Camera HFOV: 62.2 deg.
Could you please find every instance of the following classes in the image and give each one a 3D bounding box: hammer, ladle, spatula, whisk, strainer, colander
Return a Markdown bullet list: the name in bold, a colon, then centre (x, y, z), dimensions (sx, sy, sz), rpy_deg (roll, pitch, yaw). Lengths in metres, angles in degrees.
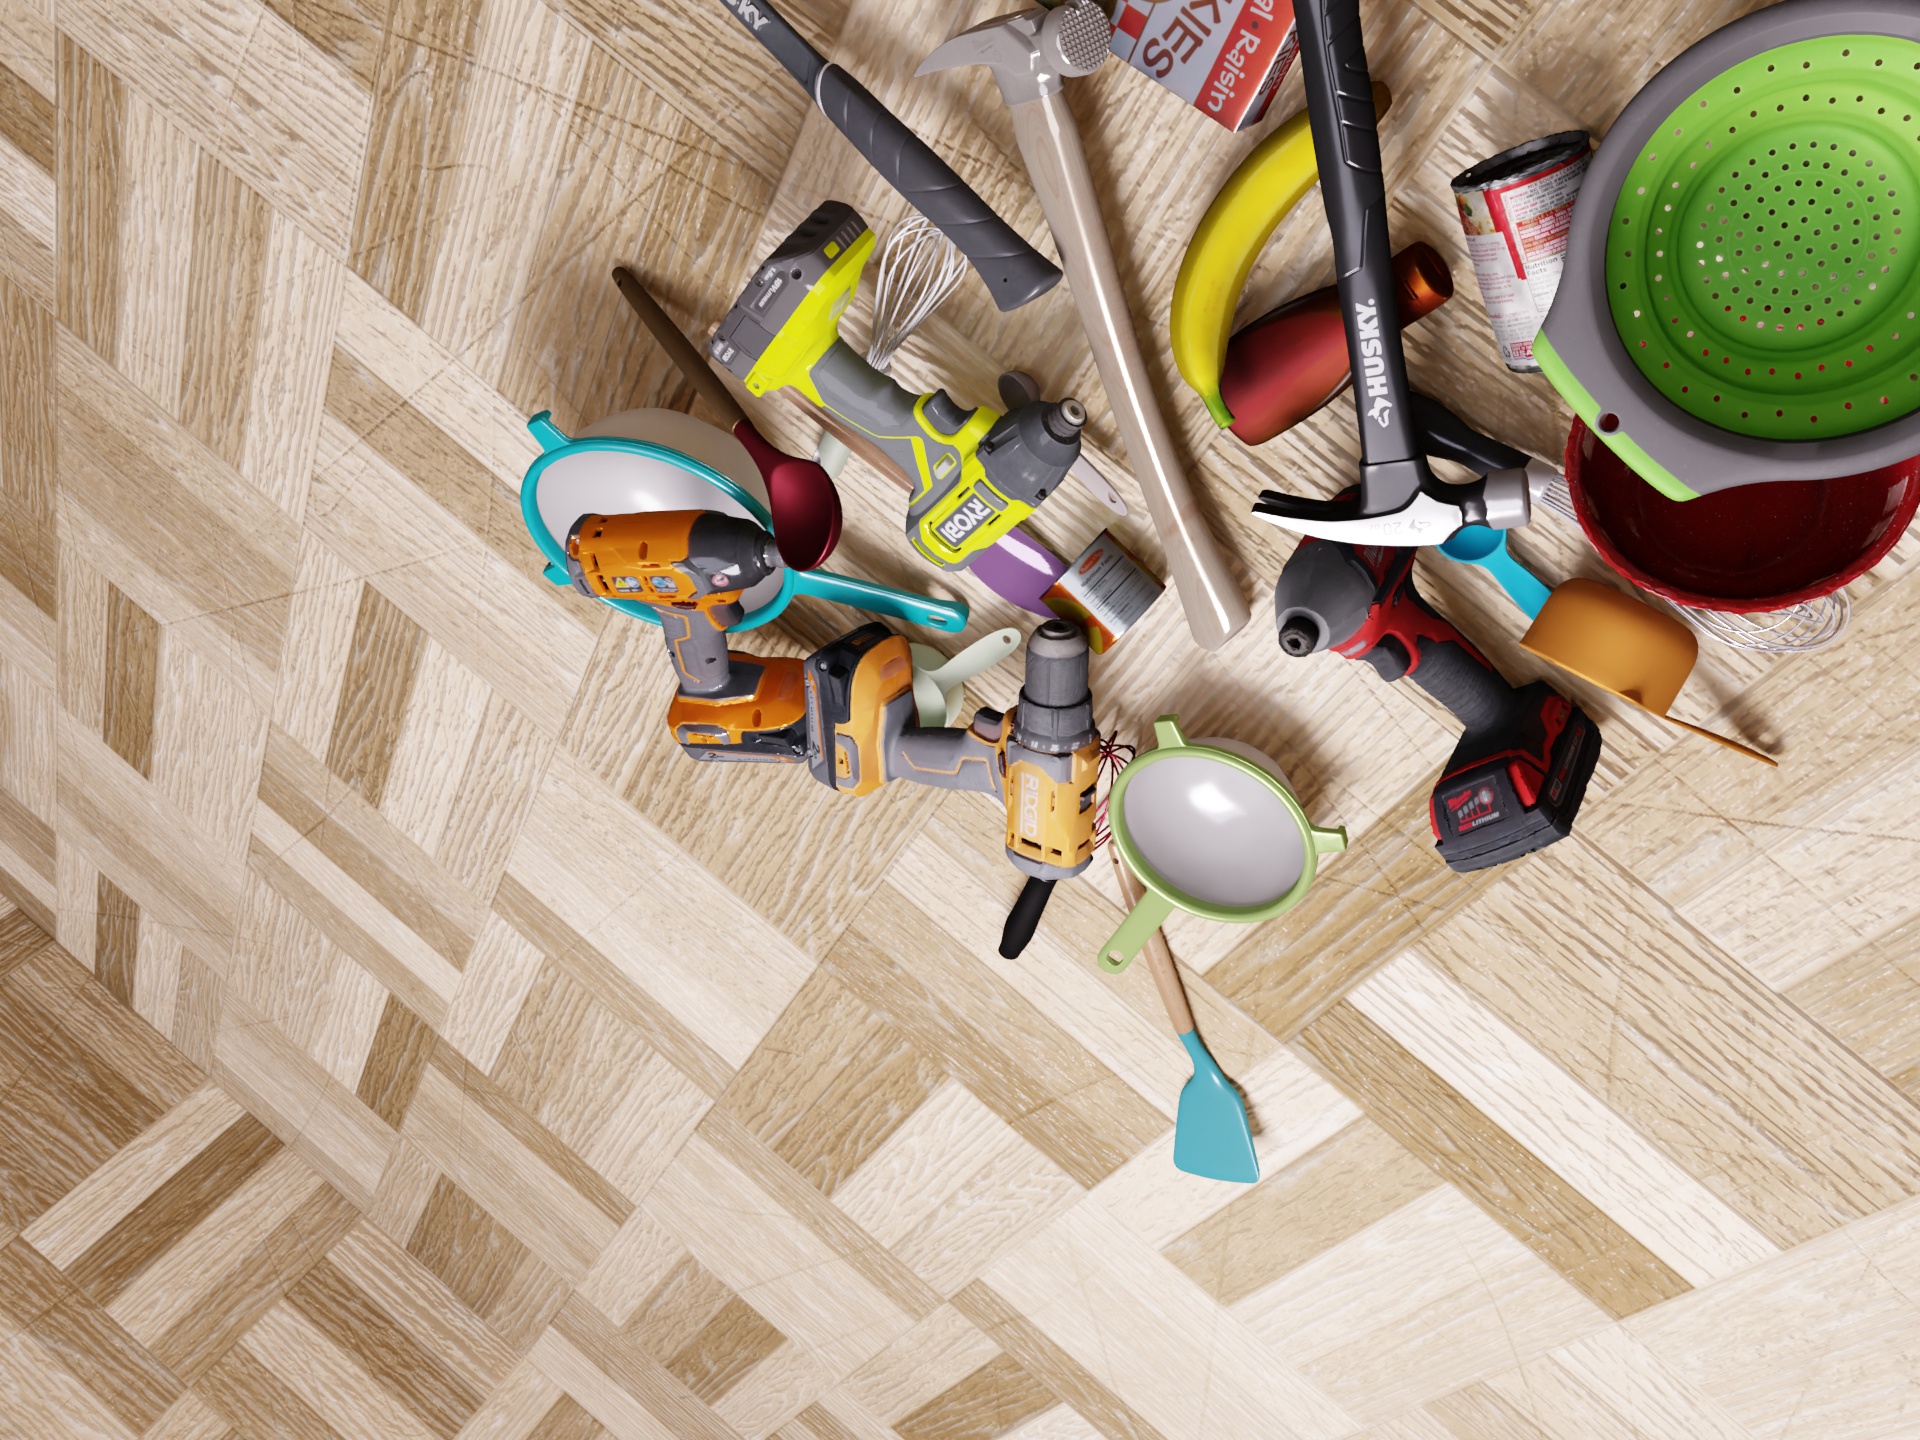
- **hammer**: centre (0.092, -0.222, 0.975), dimensions (0.146, 0.038, 0.410), rpy_deg (20, 140, 53)
- **ladle**: centre (-0.166, -0.219, 1.104), dimensions (0.316, 0.031, 0.069), rpy_deg (52, 123, 26)
- **spatula**: centre (0.169, 0.233, 1.273), dimensions (0.082, 0.044, 0.317), rpy_deg (-2, 119, 41)
- **whisk**: centre (0.073, 0.106, 1.237), dimensions (0.073, 0.073, 0.295), rpy_deg (33, 140, 11)
- **hammer**: centre (0.201, -0.247, 0.822), dimensions (0.146, 0.035, 0.334), rpy_deg (-4, 117, 25)
- **whisk**: centre (0.346, -0.116, 0.877), dimensions (0.285, 0.070, 0.070), rpy_deg (32, 135, 19)
- **strainer**: centre (0.167, 0.097, 1.153), dimensions (0.151, 0.069, 0.256), rpy_deg (34, 136, 6)
- **whisk**: centre (-0.054, -0.247, 1.074), dimensions (0.246, 0.059, 0.058), rpy_deg (-55, 48, 49)
- **hammer**: centre (-0.089, -0.397, 0.955), dimensions (0.409, 0.036, 0.149), rpy_deg (46, 136, 7)
- **colander**: centre (0.438, -0.268, 0.686), dimensions (0.204, 0.094, 0.397), rpy_deg (47, 118, 1)
- **spatula**: centre (-0.045, -0.172, 1.102), dimensions (0.315, 0.018, 0.059), rpy_deg (38, 134, -11)
- **strainer**: centre (-0.152, -0.147, 1.194), dimensions (0.340, 0.095, 0.210), rpy_deg (15, 147, -1)

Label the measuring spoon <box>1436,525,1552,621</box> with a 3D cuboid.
- **measuring spoon**: centre (0.330, -0.087, 0.941), dimensions (0.128, 0.021, 0.042), rpy_deg (42, 130, -11)

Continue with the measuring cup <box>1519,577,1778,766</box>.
- **measuring cup**: centre (0.404, -0.027, 0.900), dimensions (0.173, 0.095, 0.052), rpy_deg (23, 101, -11)

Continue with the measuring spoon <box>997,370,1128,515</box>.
- **measuring spoon**: centre (0.071, -0.182, 1.036), dimensions (0.124, 0.018, 0.034), rpy_deg (49, 158, 8)

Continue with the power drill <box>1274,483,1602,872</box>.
- **power drill**: centre (0.272, -0.024, 0.937), dimensions (0.219, 0.143, 0.078), rpy_deg (48, 138, -8)

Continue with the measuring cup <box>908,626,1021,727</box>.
- **measuring cup**: centre (-0.004, -0.040, 1.196), dimensions (0.167, 0.038, 0.083), rpy_deg (-30, 102, 43)

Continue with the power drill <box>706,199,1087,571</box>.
- **power drill**: centre (-0.035, -0.209, 1.001), dimensions (0.223, 0.080, 0.171), rpy_deg (41, 144, -10)

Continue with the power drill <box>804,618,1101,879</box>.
- **power drill**: centre (-0.002, -0.004, 1.121), dimensions (0.226, 0.084, 0.185), rpy_deg (20, 124, 30)

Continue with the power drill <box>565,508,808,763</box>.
- **power drill**: centre (-0.172, -0.064, 1.169), dimensions (0.164, 0.084, 0.226), rpy_deg (1, 141, 20)
